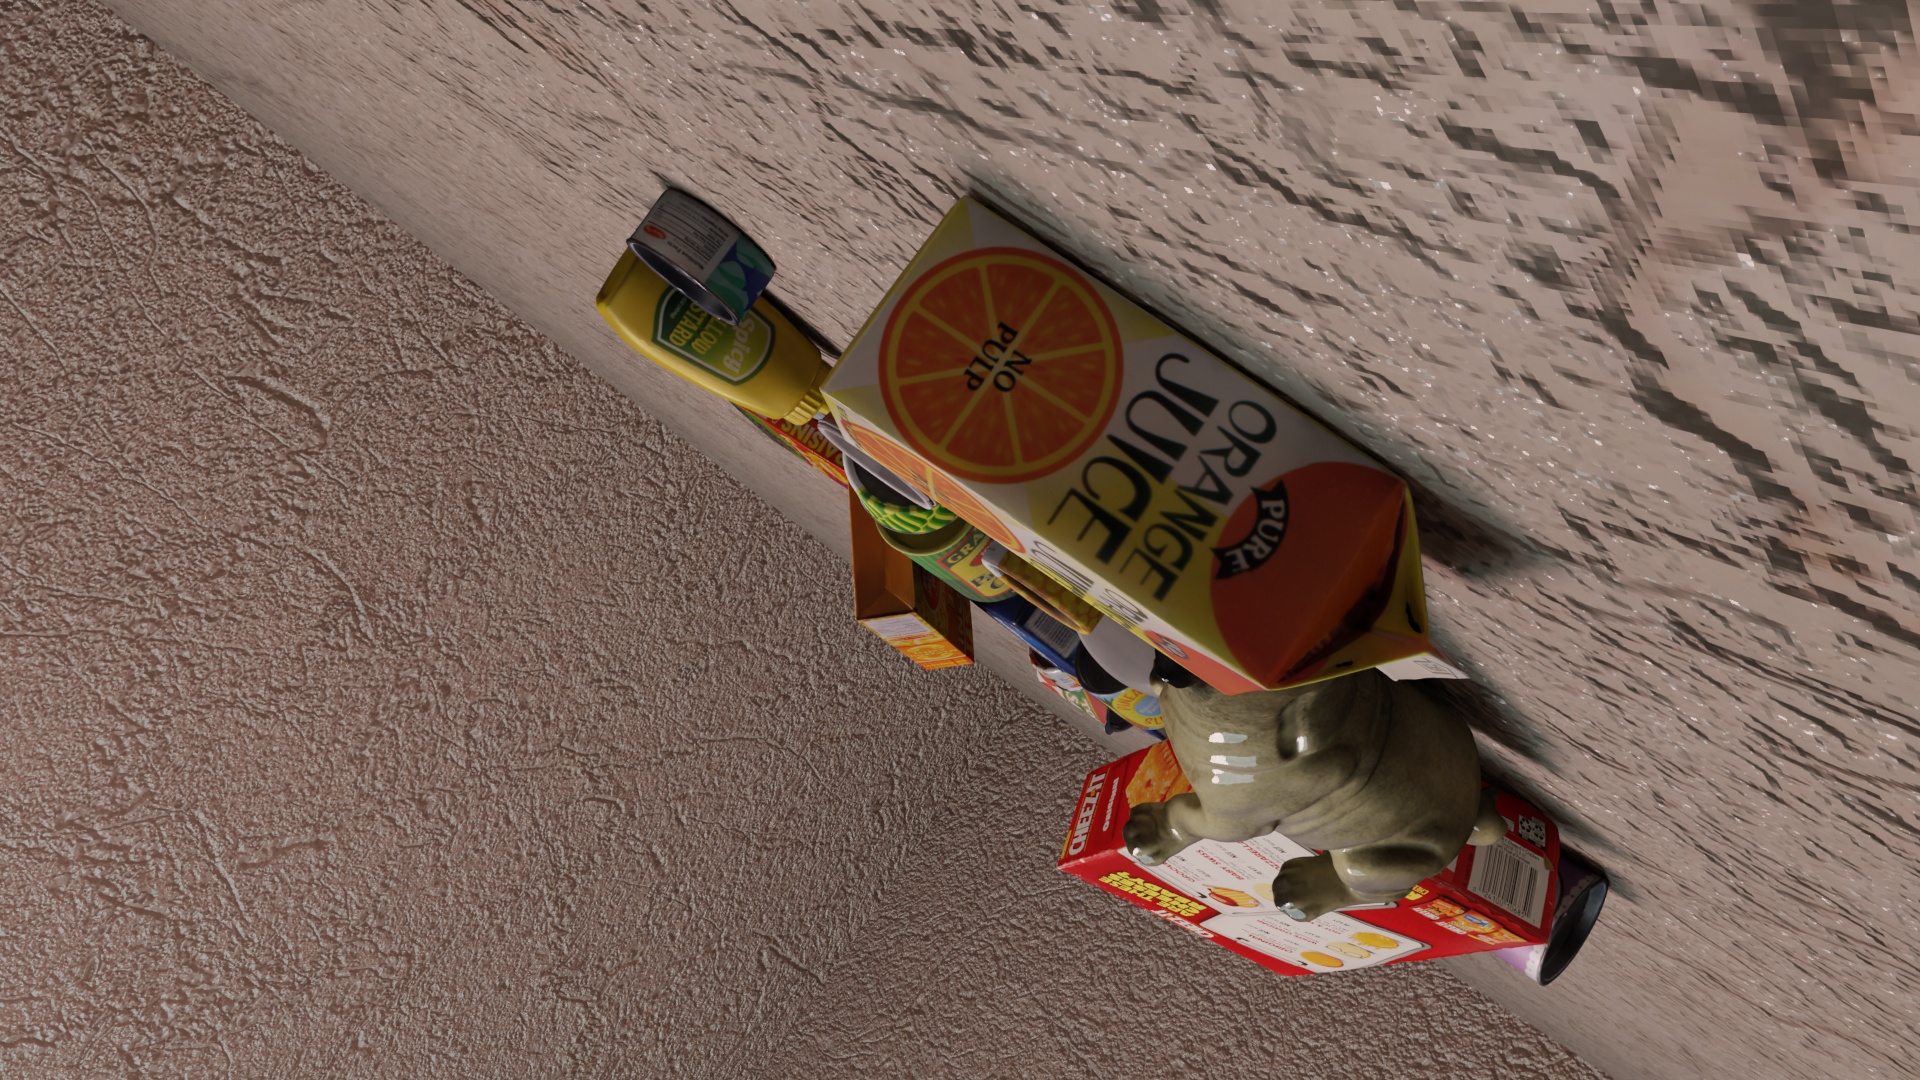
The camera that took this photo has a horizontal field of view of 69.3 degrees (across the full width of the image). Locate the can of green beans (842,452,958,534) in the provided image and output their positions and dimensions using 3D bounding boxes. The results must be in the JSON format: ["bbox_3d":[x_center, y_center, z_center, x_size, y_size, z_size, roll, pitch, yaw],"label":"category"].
[{"bbox_3d":[-0.025,-0.040,0.721,0.071,0.071,0.057,34,173,7],"label":"can of green beans"}]

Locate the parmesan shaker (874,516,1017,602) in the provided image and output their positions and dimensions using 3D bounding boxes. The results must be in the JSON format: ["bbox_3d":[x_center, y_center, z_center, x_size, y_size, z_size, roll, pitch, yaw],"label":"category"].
[{"bbox_3d":[0.003,-0.010,0.814,0.071,0.071,0.103,32,177,30],"label":"parmesan shaker"}]

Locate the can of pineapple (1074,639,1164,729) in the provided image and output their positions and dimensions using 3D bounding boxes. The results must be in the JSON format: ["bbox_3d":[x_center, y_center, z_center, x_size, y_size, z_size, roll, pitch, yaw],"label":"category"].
[{"bbox_3d":[0.119,0.086,0.920,0.057,0.071,0.071,39,173,-37],"label":"can of pineapple"}]

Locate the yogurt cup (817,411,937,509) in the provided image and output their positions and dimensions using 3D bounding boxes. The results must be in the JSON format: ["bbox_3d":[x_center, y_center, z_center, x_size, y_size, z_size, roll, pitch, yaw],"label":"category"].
[{"bbox_3d":[-0.026,-0.055,0.658,0.072,0.054,0.072,35,174,4],"label":"yogurt cup"}]

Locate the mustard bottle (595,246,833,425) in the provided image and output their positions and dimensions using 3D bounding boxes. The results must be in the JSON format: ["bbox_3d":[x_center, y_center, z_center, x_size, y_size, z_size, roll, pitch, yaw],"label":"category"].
[{"bbox_3d":[-0.118,-0.106,0.765,0.160,0.065,0.049,32,-178,-26],"label":"mustard bottle"}]

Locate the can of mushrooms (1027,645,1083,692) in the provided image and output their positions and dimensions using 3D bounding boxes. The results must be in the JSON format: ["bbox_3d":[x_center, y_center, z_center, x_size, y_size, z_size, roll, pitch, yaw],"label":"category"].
[{"bbox_3d":[0.086,0.079,1.069,0.033,0.071,0.071,40,173,-35],"label":"can of mushrooms"}]

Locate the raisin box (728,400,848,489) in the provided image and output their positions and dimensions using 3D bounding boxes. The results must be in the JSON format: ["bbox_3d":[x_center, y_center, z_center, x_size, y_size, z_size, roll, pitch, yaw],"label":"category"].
[{"bbox_3d":[-0.103,-0.076,1.015,0.123,0.040,0.086,32,173,24],"label":"raisin box"}]

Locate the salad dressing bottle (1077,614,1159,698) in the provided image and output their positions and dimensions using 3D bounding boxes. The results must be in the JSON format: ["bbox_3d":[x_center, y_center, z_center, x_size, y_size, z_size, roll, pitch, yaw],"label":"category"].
[{"bbox_3d":[0.075,0.024,0.730,0.044,0.064,0.148,10,-156,-48],"label":"salad dressing bottle"}]

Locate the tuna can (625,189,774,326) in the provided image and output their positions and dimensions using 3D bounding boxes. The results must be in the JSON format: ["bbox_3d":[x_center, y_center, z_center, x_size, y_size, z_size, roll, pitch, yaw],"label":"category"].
[{"bbox_3d":[-0.125,-0.136,0.675,0.071,0.033,0.071,35,174,4],"label":"tuna can"}]

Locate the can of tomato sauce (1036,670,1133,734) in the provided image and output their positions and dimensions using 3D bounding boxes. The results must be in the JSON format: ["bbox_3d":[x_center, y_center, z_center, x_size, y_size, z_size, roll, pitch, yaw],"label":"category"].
[{"bbox_3d":[0.114,0.114,1.170,0.083,0.071,0.071,31,173,38],"label":"can of tomato sauce"}]

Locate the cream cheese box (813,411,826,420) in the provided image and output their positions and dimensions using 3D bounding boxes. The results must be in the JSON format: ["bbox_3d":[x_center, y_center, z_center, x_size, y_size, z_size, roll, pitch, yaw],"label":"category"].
[{"bbox_3d":[-0.110,-0.109,0.862,0.103,0.024,0.053,39,175,-32],"label":"cream cheese box"}]

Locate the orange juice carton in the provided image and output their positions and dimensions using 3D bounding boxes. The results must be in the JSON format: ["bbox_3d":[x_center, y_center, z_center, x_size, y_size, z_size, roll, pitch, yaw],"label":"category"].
[{"bbox_3d":[0.059,-0.013,0.417,0.193,0.073,0.071,34,174,6],"label":"orange juice carton"}]

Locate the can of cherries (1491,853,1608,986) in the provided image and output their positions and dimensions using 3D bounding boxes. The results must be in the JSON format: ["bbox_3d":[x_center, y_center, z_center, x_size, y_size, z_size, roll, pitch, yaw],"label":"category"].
[{"bbox_3d":[0.302,0.193,0.745,0.058,0.071,0.071,32,173,40],"label":"can of cherries"}]

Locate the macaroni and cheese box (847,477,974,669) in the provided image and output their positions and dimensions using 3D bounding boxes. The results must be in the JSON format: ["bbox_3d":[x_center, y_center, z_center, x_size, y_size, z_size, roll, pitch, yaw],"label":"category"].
[{"bbox_3d":[-0.031,0.009,0.913,0.040,0.124,0.166,-8,162,11],"label":"macaroni and cheese box"}]

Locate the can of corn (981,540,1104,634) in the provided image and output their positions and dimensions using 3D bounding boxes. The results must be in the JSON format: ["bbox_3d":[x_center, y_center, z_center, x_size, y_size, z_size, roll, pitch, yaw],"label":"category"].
[{"bbox_3d":[0.055,0.006,0.679,0.071,0.058,0.071,35,174,4],"label":"can of corn"}]
